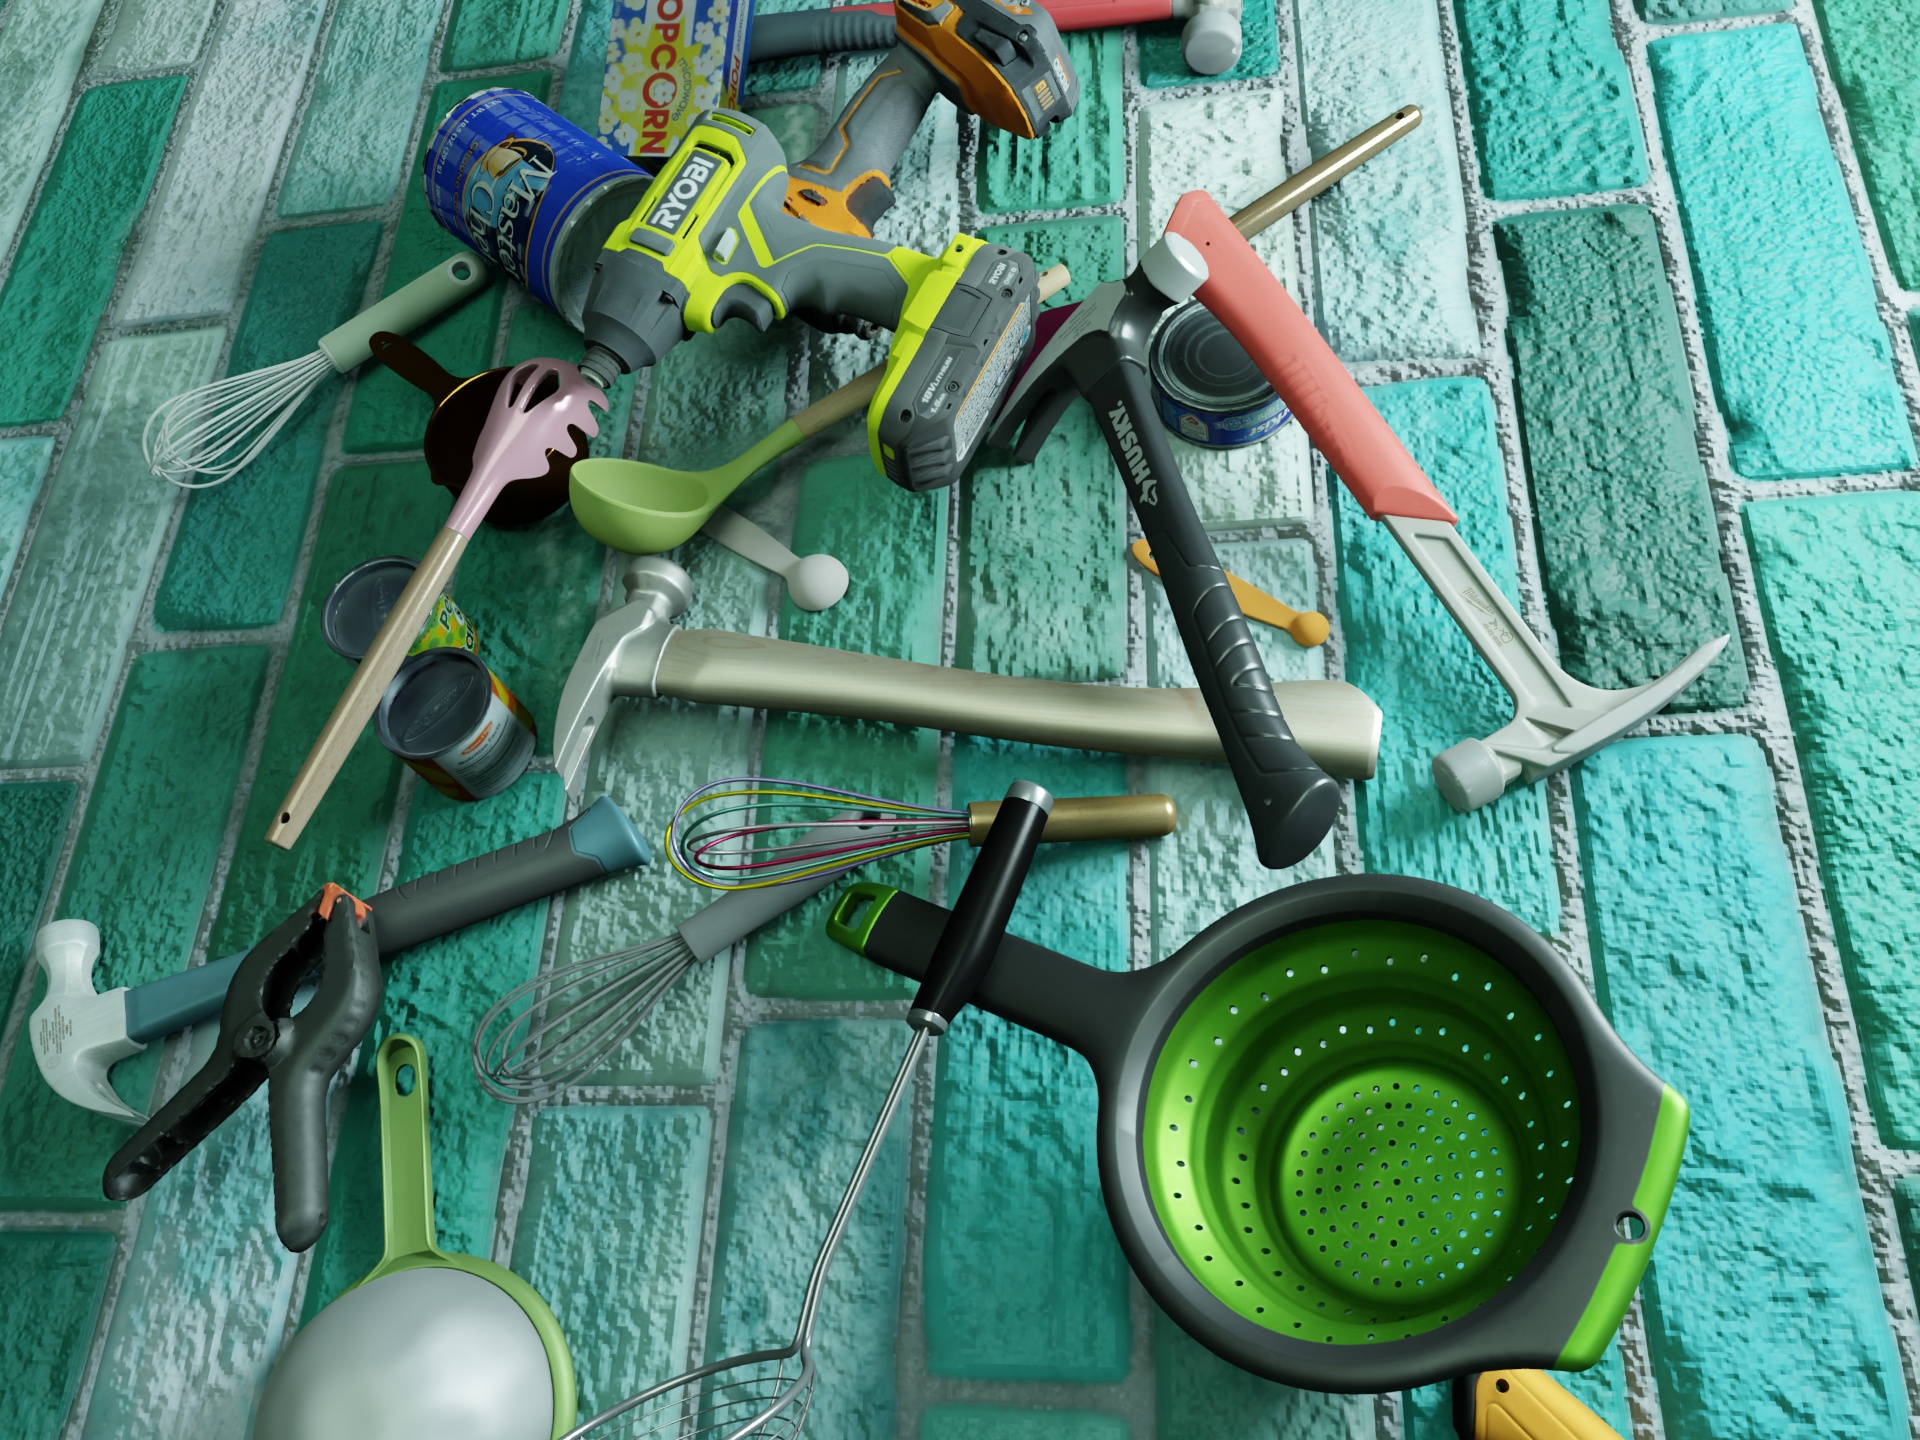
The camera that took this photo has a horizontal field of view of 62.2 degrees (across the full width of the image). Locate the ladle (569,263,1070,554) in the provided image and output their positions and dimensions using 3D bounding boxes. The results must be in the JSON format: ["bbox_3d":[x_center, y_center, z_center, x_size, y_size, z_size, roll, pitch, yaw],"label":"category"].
[{"bbox_3d":[-0.074,-0.189,0.904,0.320,0.062,0.078,-32,42,-10],"label":"ladle"}]

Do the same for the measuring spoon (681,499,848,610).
[{"bbox_3d":[-0.114,-0.100,0.894,0.124,0.018,0.034,32,74,25],"label":"measuring spoon"}]

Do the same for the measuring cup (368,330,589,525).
[{"bbox_3d":[-0.293,-0.180,0.954,0.174,0.052,0.095,36,75,27],"label":"measuring cup"}]

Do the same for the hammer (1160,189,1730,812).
[{"bbox_3d":[0.216,-0.135,0.805,0.149,0.036,0.359,-29,71,-3],"label":"hammer"}]

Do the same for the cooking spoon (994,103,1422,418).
[{"bbox_3d":[0.139,-0.272,0.929,0.319,0.017,0.069,-34,62,-5],"label":"cooking spoon"}]

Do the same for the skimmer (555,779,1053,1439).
[{"bbox_3d":[-0.062,0.165,0.655,0.090,0.127,0.363,33,64,-14],"label":"skimmer"}]

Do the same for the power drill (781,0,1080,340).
[{"bbox_3d":[-0.039,-0.336,0.951,0.226,0.084,0.164,-43,63,3],"label":"power drill"}]

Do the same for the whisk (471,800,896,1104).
[{"bbox_3d":[-0.133,0.107,0.780,0.239,0.055,0.055,-33,62,-11],"label":"whisk"}]

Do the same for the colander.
[{"bbox_3d":[0.104,0.154,0.691,0.397,0.094,0.204,16,67,38],"label":"colander"}]

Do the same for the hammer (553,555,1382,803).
[{"bbox_3d":[-0.001,-0.003,0.800,0.410,0.038,0.146,7,53,13],"label":"hammer"}]

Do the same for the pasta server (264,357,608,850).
[{"bbox_3d":[-0.278,-0.072,0.844,0.060,0.040,0.316,19,69,12],"label":"pasta server"}]

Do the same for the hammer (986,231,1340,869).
[{"bbox_3d":[0.104,-0.078,0.772,0.146,0.035,0.335,-39,51,33],"label":"hammer"}]

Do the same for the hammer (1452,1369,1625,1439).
[{"bbox_3d":[0.322,0.351,0.565,0.127,0.034,0.337,-43,63,-10],"label":"hammer"}]

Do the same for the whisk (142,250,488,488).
[{"bbox_3d":[-0.405,-0.225,1.006,0.246,0.059,0.057,-37,99,-12],"label":"whisk"}]

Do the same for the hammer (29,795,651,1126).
[{"bbox_3d":[-0.319,0.112,0.820,0.331,0.033,0.128,-21,60,1],"label":"hammer"}]

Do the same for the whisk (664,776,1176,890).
[{"bbox_3d":[-0.017,0.055,0.760,0.245,0.051,0.047,-2,28,-7],"label":"whisk"}]

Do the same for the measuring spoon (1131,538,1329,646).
[{"bbox_3d":[0.139,-0.070,0.829,0.117,0.011,0.021,29,72,23],"label":"measuring spoon"}]

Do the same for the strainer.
[{"bbox_3d":[-0.258,0.259,0.712,0.151,0.069,0.257,-14,63,4],"label":"strainer"}]

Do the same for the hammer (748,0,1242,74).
[{"bbox_3d":[-0.009,-0.475,1.052,0.386,0.038,0.143,0,62,12],"label":"hammer"}]

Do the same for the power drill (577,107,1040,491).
[{"bbox_3d":[-0.085,-0.219,0.858,0.223,0.080,0.171,25,75,12],"label":"power drill"}]
